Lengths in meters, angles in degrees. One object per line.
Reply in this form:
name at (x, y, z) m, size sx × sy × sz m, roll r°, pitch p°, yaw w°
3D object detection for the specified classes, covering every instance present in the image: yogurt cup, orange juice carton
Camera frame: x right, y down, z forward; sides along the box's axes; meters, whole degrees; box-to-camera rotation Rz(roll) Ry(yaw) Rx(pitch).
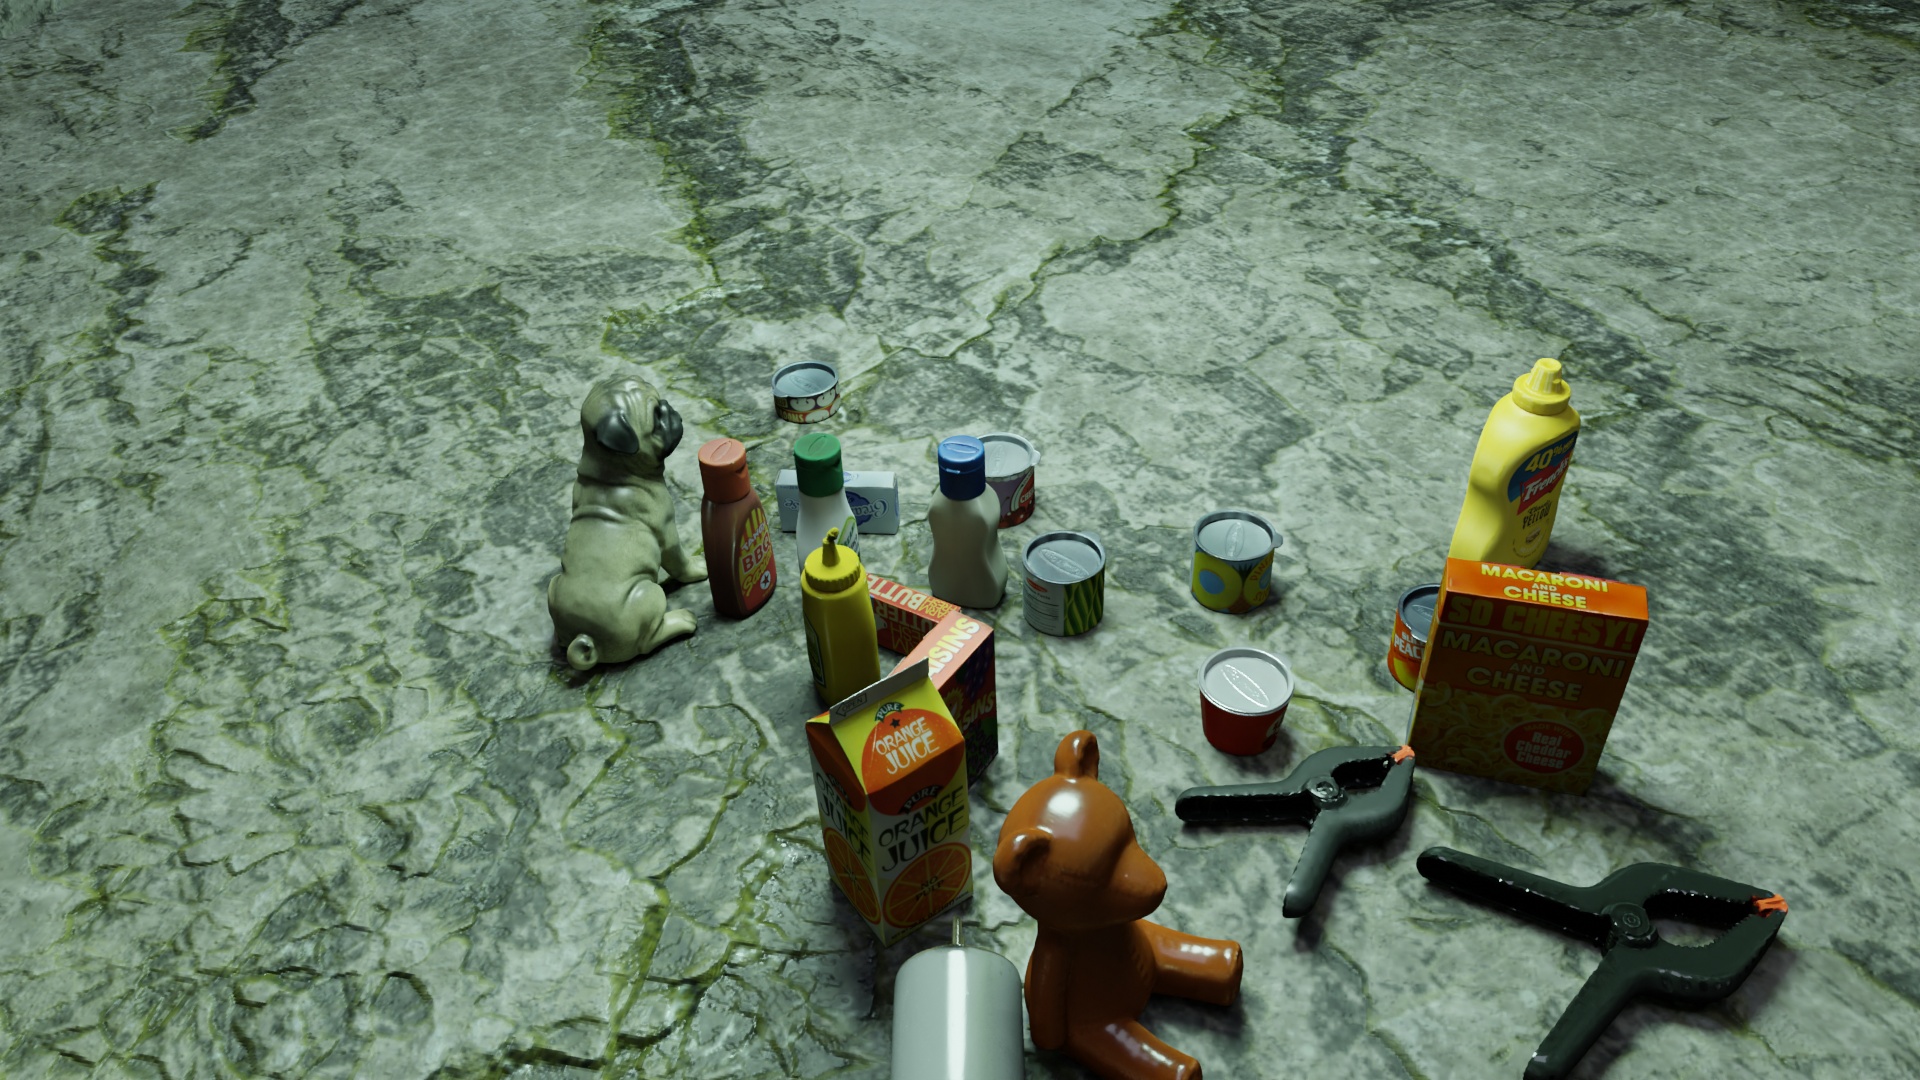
yogurt cup at (0.204, 0.118, 1.001) m, size 0.072 × 0.053 × 0.073 m, roll -2°, pitch 39°, yaw 1°
orange juice carton at (-0.043, 0.155, 0.860) m, size 0.072 × 0.191 × 0.073 m, roll -25°, pitch 44°, yaw -25°

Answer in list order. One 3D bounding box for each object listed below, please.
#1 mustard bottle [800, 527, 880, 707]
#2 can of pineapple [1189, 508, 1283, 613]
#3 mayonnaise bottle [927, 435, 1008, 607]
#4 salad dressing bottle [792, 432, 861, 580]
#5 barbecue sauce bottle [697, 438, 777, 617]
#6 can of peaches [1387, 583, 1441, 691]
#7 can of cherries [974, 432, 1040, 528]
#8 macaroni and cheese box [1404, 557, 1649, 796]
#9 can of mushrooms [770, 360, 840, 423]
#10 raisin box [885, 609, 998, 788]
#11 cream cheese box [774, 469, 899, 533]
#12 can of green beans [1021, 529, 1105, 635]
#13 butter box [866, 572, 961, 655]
mustard bottle at (-0.090, 0.052, 1.015) m, size 0.049 × 0.159 × 0.065 m, roll -17°, pitch 41°, yaw -16°
can of pineapple at (0.220, 0.017, 1.120) m, size 0.071 × 0.057 × 0.071 m, roll -2°, pitch 39°, yaw 1°
mayonnaise bottle at (0.004, -0.014, 1.100) m, size 0.065 × 0.147 × 0.041 m, roll 11°, pitch 41°, yaw 17°
salad dressing bottle at (-0.108, -0.016, 1.110) m, size 0.044 × 0.146 × 0.064 m, roll 12°, pitch 41°, yaw 17°
barbecue sauce bottle at (-0.181, -0.012, 1.108) m, size 0.044 × 0.147 × 0.065 m, roll 13°, pitch 42°, yaw 19°
can of peaches at (0.356, 0.076, 1.040) m, size 0.071 × 0.057 × 0.071 m, roll -2°, pitch 39°, yaw 1°
can of cherries at (0.035, -0.052, 1.216) m, size 0.071 × 0.058 × 0.072 m, roll -2°, pitch 39°, yaw 1°
macaroni and cheese box at (0.374, 0.092, 0.933) m, size 0.124 × 0.165 × 0.040 m, roll 9°, pitch 41°, yaw 14°
can of mushrooms at (-0.153, -0.145, 1.360) m, size 0.071 × 0.033 × 0.071 m, roll -2°, pitch 39°, yaw 1°
raisin box at (-0.012, 0.122, 0.953) m, size 0.040 × 0.122 × 0.086 m, roll 21°, pitch 45°, yaw 27°
cream cheese box at (-0.106, -0.033, 1.205) m, size 0.104 × 0.053 × 0.024 m, roll 1°, pitch 39°, yaw 5°
can of green beans at (0.082, 0.034, 1.108) m, size 0.071 × 0.057 × 0.071 m, roll -2°, pitch 39°, yaw 1°
butter box at (-0.046, 0.062, 1.085) m, size 0.103 × 0.052 × 0.024 m, roll 19°, pitch 44°, yaw 25°
